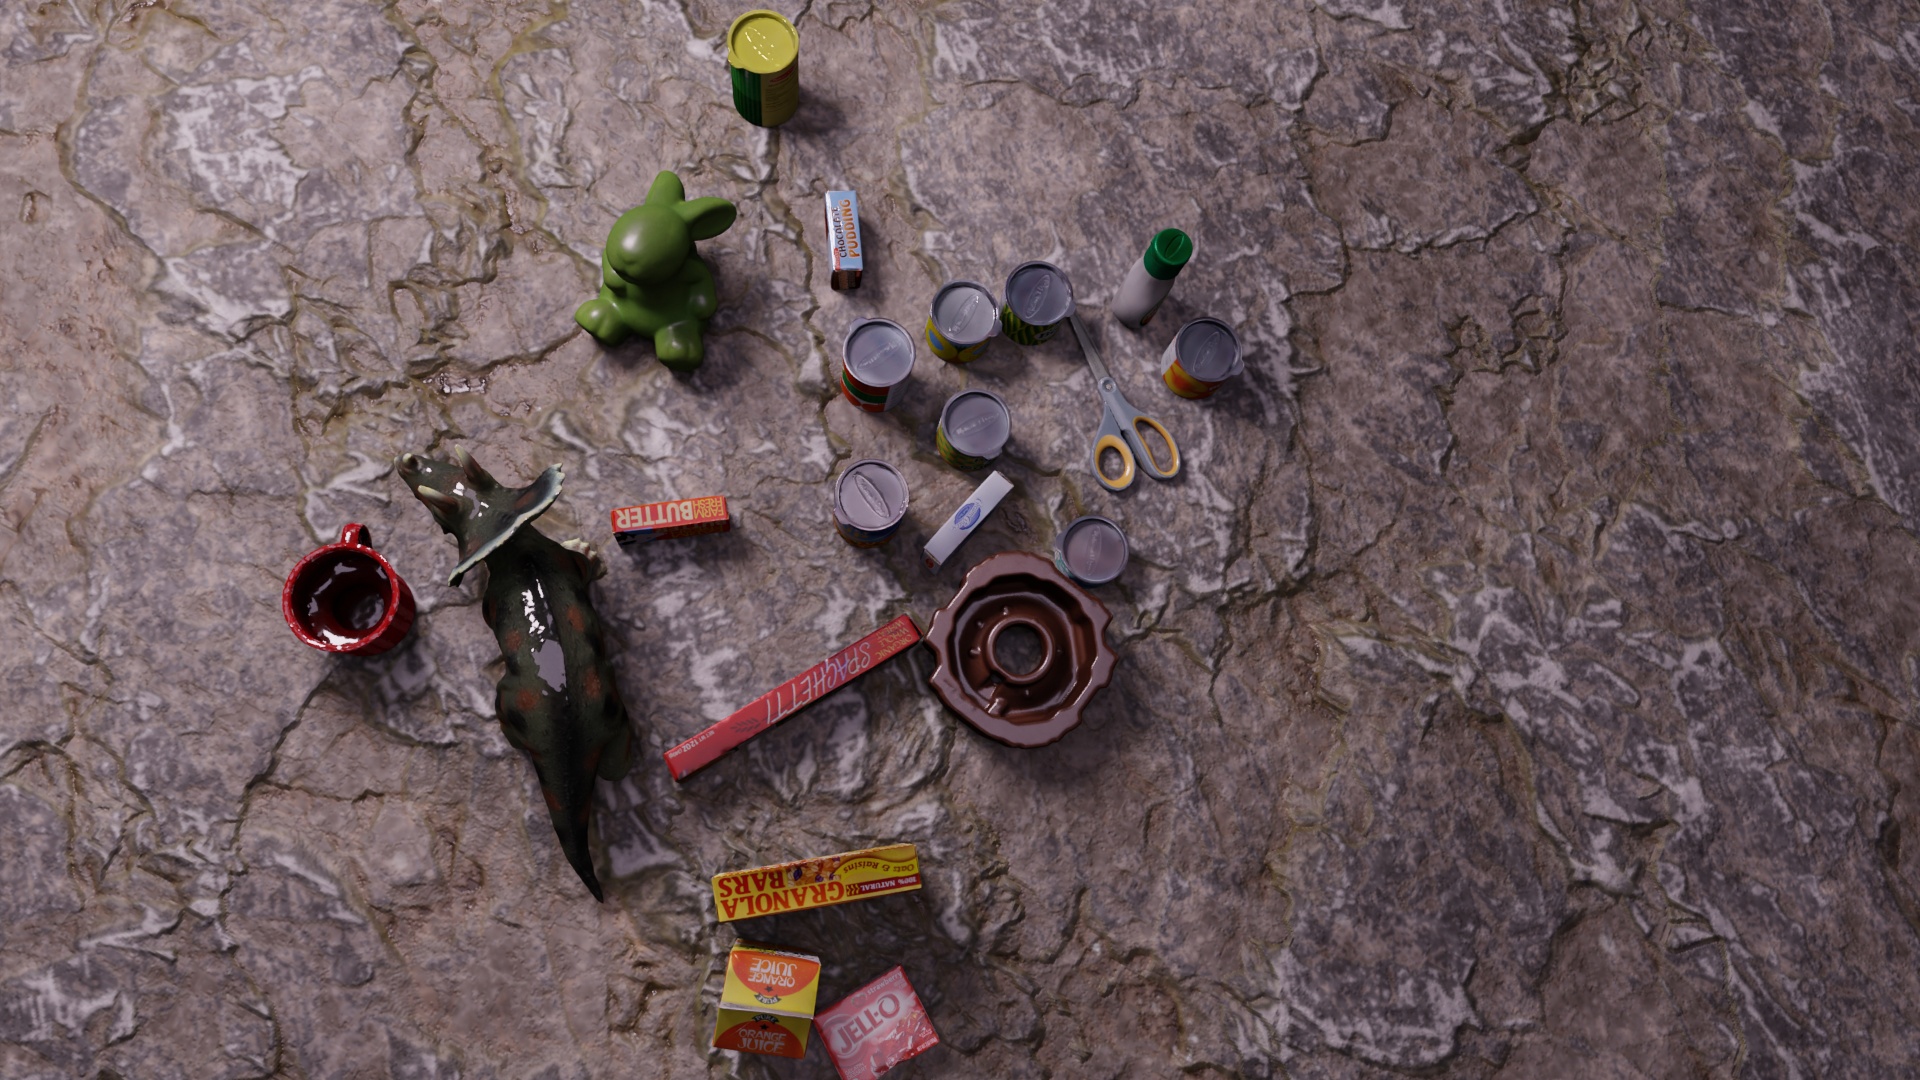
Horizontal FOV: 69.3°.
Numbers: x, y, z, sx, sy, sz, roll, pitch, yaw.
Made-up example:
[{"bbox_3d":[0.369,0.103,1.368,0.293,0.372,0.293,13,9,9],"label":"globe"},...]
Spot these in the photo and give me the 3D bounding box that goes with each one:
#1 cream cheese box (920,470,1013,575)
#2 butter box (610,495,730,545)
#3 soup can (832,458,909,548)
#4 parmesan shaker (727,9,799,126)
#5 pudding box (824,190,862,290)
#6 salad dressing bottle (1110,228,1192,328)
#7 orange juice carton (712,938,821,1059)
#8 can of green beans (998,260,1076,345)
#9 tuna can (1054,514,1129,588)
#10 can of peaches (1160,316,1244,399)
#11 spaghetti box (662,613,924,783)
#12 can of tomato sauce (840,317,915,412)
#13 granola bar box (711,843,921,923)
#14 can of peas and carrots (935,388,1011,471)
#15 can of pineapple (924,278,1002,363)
[{"bbox_3d":[0.005,-0.016,1.289,0.024,0.053,0.104,42,76,3],"label":"cream cheese box"},{"bbox_3d":[-0.261,-0.018,1.255,0.104,0.053,0.024,-8,79,-9],"label":"butter box"},{"bbox_3d":[-0.085,-0.031,1.265,0.071,0.083,0.071,2,78,-7],"label":"soup can"},{"bbox_3d":[-0.191,-0.451,1.337,0.071,0.103,0.071,2,78,-7],"label":"parmesan shaker"},{"bbox_3d":[-0.113,-0.290,1.337,0.030,0.049,0.084,-4,78,-8],"label":"pudding box"},{"bbox_3d":[0.182,-0.248,1.315,0.044,0.147,0.064,36,76,1],"label":"salad dressing bottle"},{"bbox_3d":[-0.154,0.366,1.110,0.072,0.192,0.073,10,77,-5],"label":"orange juice carton"},{"bbox_3d":[0.071,-0.229,1.343,0.071,0.057,0.071,2,77,-7],"label":"can of green beans"},{"bbox_3d":[0.121,0.011,1.308,0.071,0.032,0.071,2,77,-7],"label":"tuna can"},{"bbox_3d":[0.235,-0.175,1.352,0.071,0.058,0.071,2,77,-7],"label":"can of peaches"},{"bbox_3d":[-0.147,0.140,1.236,0.251,0.050,0.029,-30,83,-13],"label":"spaghetti box"},{"bbox_3d":[-0.080,-0.163,1.296,0.071,0.083,0.071,2,78,-7],"label":"can of tomato sauce"},{"bbox_3d":[-0.121,0.287,1.168,0.166,0.124,0.039,-8,79,-9],"label":"granola bar box"},{"bbox_3d":[0.013,-0.101,1.306,0.071,0.058,0.071,2,77,-7],"label":"can of peas and carrots"},{"bbox_3d":[0.002,-0.207,1.329,0.071,0.057,0.071,2,77,-7],"label":"can of pineapple"}]
